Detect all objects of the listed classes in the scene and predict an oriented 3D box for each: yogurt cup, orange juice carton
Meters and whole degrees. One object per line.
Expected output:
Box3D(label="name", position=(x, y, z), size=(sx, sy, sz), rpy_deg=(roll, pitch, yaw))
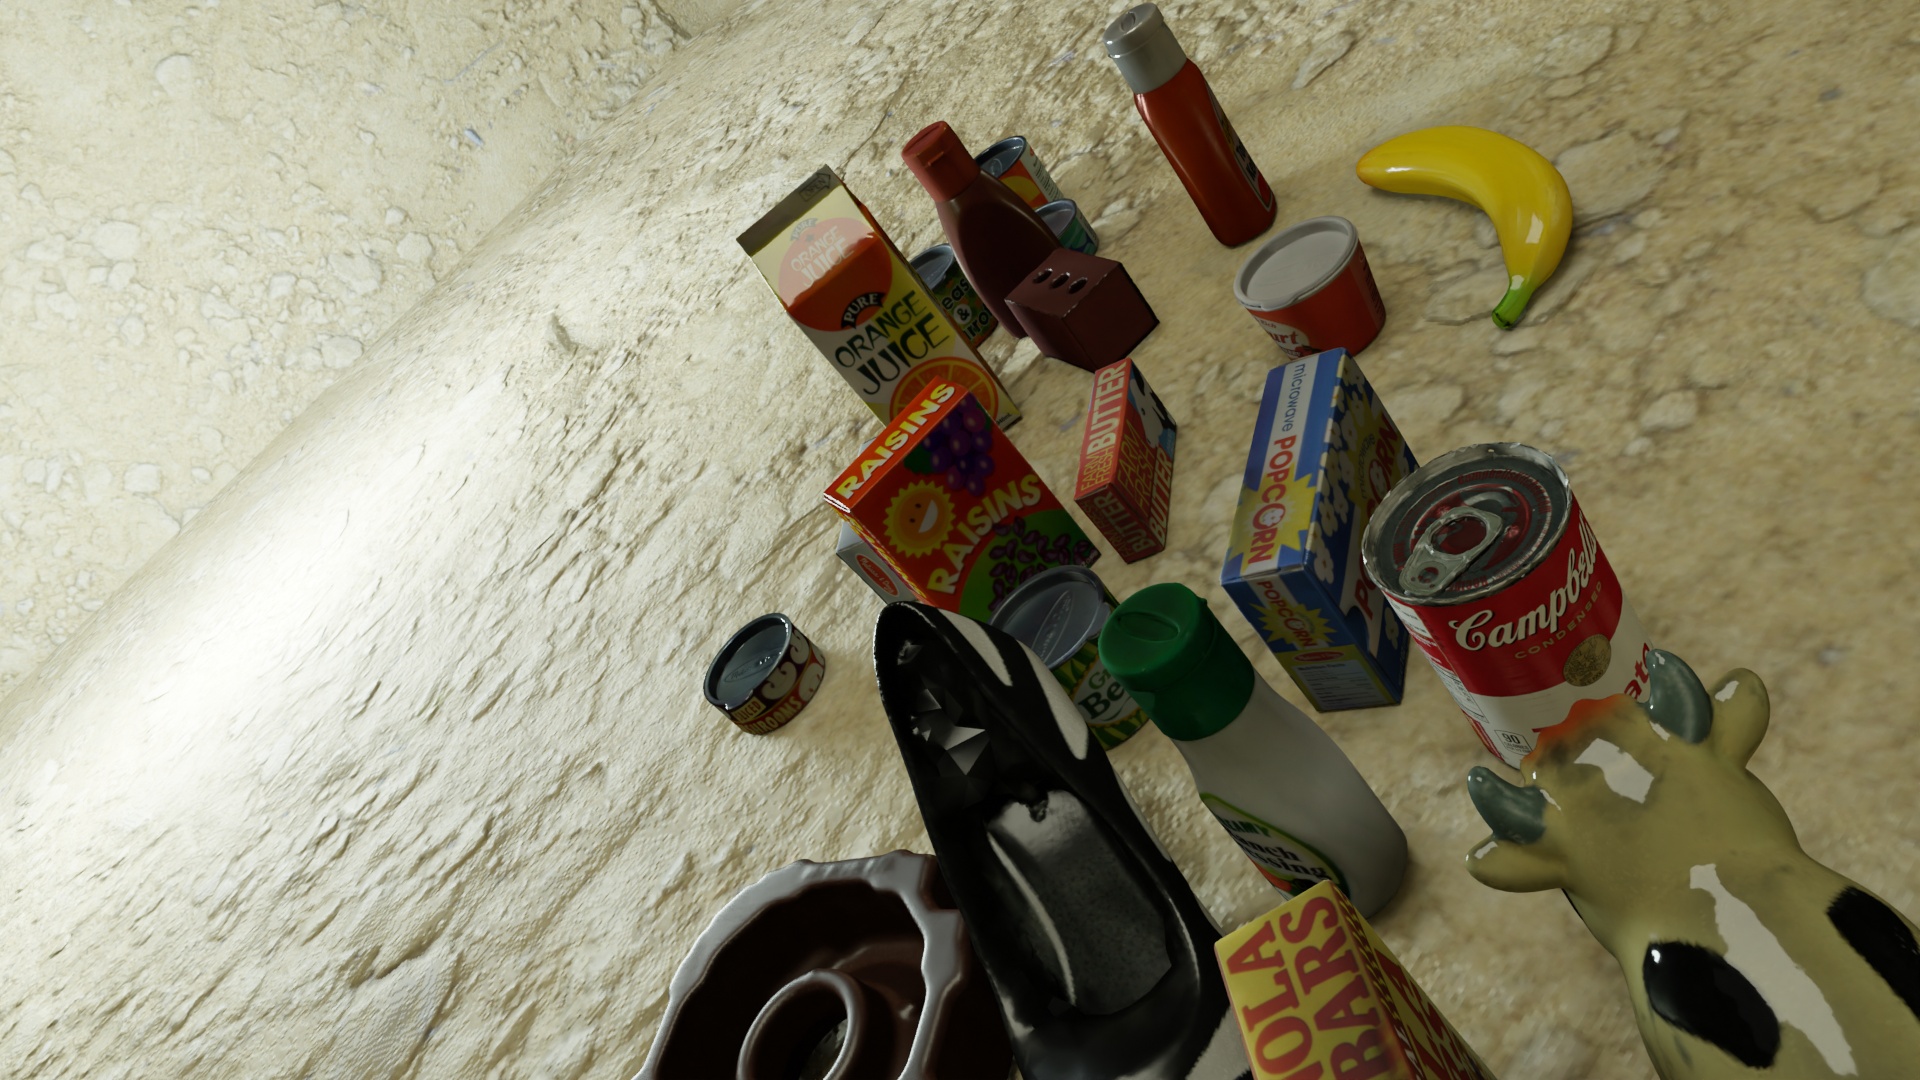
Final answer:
Box3D(label="yogurt cup", position=(0.184, -0.126, 0.719), size=(0.072, 0.054, 0.073), rpy_deg=(-28, 33, 20))
Box3D(label="orange juice carton", position=(-0.050, -0.135, 0.853), size=(0.072, 0.192, 0.073), rpy_deg=(-37, 31, 8))

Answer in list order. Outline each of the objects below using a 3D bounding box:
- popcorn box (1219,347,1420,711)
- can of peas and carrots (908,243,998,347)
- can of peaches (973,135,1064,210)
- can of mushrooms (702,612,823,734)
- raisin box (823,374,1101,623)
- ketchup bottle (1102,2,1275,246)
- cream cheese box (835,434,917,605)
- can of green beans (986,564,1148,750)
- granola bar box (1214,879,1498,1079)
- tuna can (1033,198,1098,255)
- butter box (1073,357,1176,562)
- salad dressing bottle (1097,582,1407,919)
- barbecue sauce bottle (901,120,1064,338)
Box3D(label="popcorn box", position=(0.152, -0.006, 0.568), size=(0.038, 0.085, 0.127), rpy_deg=(-15, 39, 37))
Box3D(label="can of peas and carrots", position=(-0.012, -0.167, 0.983), size=(0.071, 0.058, 0.071), rpy_deg=(-28, 33, 20))
Box3D(label="can of peaches", position=(0.035, -0.262, 1.053), size=(0.071, 0.058, 0.071), rpy_deg=(-28, 33, 20))
Box3D(label="can of mushrooms", position=(-0.114, 0.079, 0.806), size=(0.071, 0.033, 0.071), rpy_deg=(-28, 33, 20))
Box3D(label="raisin box", position=(0.003, -0.009, 0.701), size=(0.086, 0.123, 0.040), rpy_deg=(-46, 31, -8))
Box3D(label="ketchup bottle", position=(0.137, -0.250, 0.836), size=(0.043, 0.148, 0.065), rpy_deg=(-27, 33, 23))
Box3D(label="cream cheese box", position=(-0.042, -0.013, 0.824), size=(0.024, 0.053, 0.104), rpy_deg=(-25, 34, 25))
Box3D(label="can of green beans", position=(0.051, 0.054, 0.630), size=(0.071, 0.057, 0.071), rpy_deg=(-28, 33, 20))
Box3D(label="granola bar box", position=(0.122, 0.181, 0.323), size=(0.039, 0.124, 0.166), rpy_deg=(-33, 31, 15))
Box3D(label="tuna can", position=(0.060, -0.205, 0.978), size=(0.071, 0.032, 0.071), rpy_deg=(-28, 33, 20))
Box3D(label="butter box", position=(0.087, -0.043, 0.720), size=(0.024, 0.053, 0.104), rpy_deg=(-21, 36, 31))
Box3D(label="salad dressing bottle", position=(0.099, 0.073, 0.465), size=(0.044, 0.147, 0.064), rpy_deg=(-51, 32, -17))
Box3D(label="barbecue sauce bottle", position=(0.019, -0.205, 0.910), size=(0.065, 0.148, 0.044), rpy_deg=(-35, 31, 11))
